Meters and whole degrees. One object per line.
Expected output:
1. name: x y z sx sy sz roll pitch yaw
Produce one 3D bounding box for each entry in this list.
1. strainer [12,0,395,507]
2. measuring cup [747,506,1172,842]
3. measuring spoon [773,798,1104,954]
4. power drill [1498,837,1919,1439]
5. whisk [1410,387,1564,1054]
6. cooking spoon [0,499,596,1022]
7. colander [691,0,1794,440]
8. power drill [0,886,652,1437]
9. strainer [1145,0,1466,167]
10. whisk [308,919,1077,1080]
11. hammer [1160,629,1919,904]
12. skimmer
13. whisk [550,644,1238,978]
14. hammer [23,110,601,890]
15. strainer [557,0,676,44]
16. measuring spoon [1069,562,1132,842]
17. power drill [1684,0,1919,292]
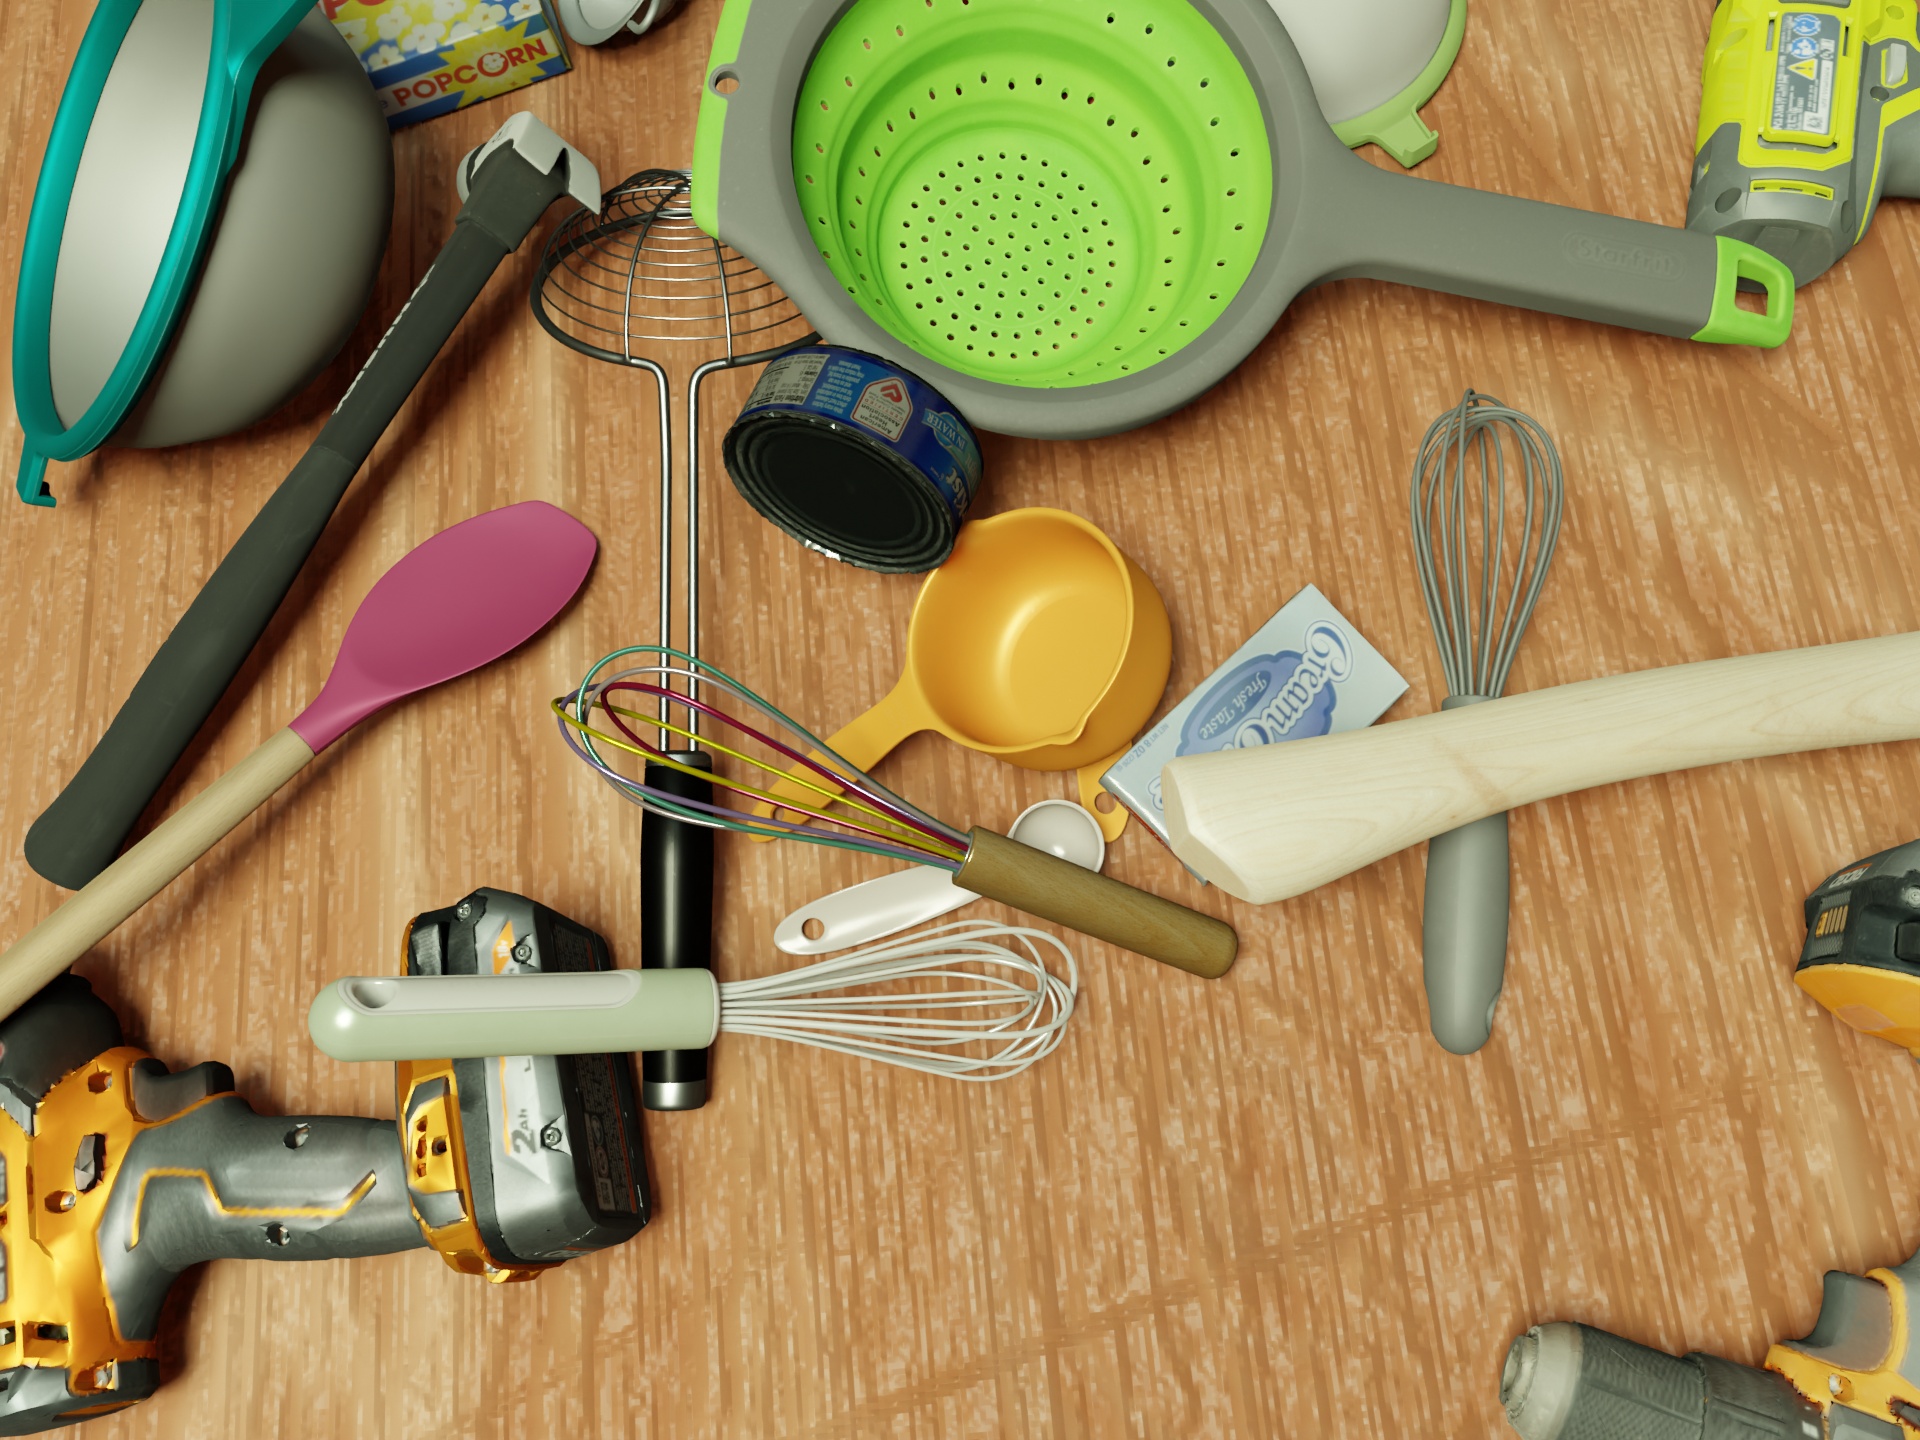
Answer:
1. strainer: -0.234 -0.208 0.570 0.340 0.095 0.211 -19 67 40
2. measuring cup: -0.001 -0.002 0.575 0.173 0.052 0.095 -37 60 20
3. measuring spoon: -0.008 0.059 0.571 0.124 0.018 0.034 -19 91 6
4. power drill: 0.280 0.153 0.482 0.185 0.084 0.226 18 79 12
5. whisk: 0.180 -0.004 0.558 0.055 0.055 0.239 5 78 7
6. cooking spoon: -0.255 0.024 0.565 0.069 0.017 0.319 33 63 22
7. colander: 0.103 -0.178 0.598 0.397 0.094 0.204 10 81 -4
8. power drill: -0.232 0.130 0.534 0.226 0.084 0.164 -17 70 3
9. strainer: 0.082 -0.317 0.649 0.256 0.069 0.151 8 74 6
10. whisk: -0.072 0.090 0.499 0.246 0.059 0.058 3 27 -25
11. hammer: 0.266 -0.014 0.525 0.410 0.038 0.146 -9 72 -6
12. skimmer: -0.101 -0.042 0.602 0.127 0.090 0.363 0 83 -3
13. whisk: -0.019 0.035 0.535 0.245 0.047 0.051 22 69 -9
14. hammer: -0.242 -0.085 0.595 0.035 0.146 0.335 35 84 -30
15. strainer: -0.171 -0.382 0.709 0.087 0.050 0.259 -43 64 28
16. measuring spoon: 0.051 -0.012 0.590 0.021 0.011 0.117 -1 76 -2
17. power drill: 0.398 -0.237 0.594 0.223 0.080 0.171 11 74 12
